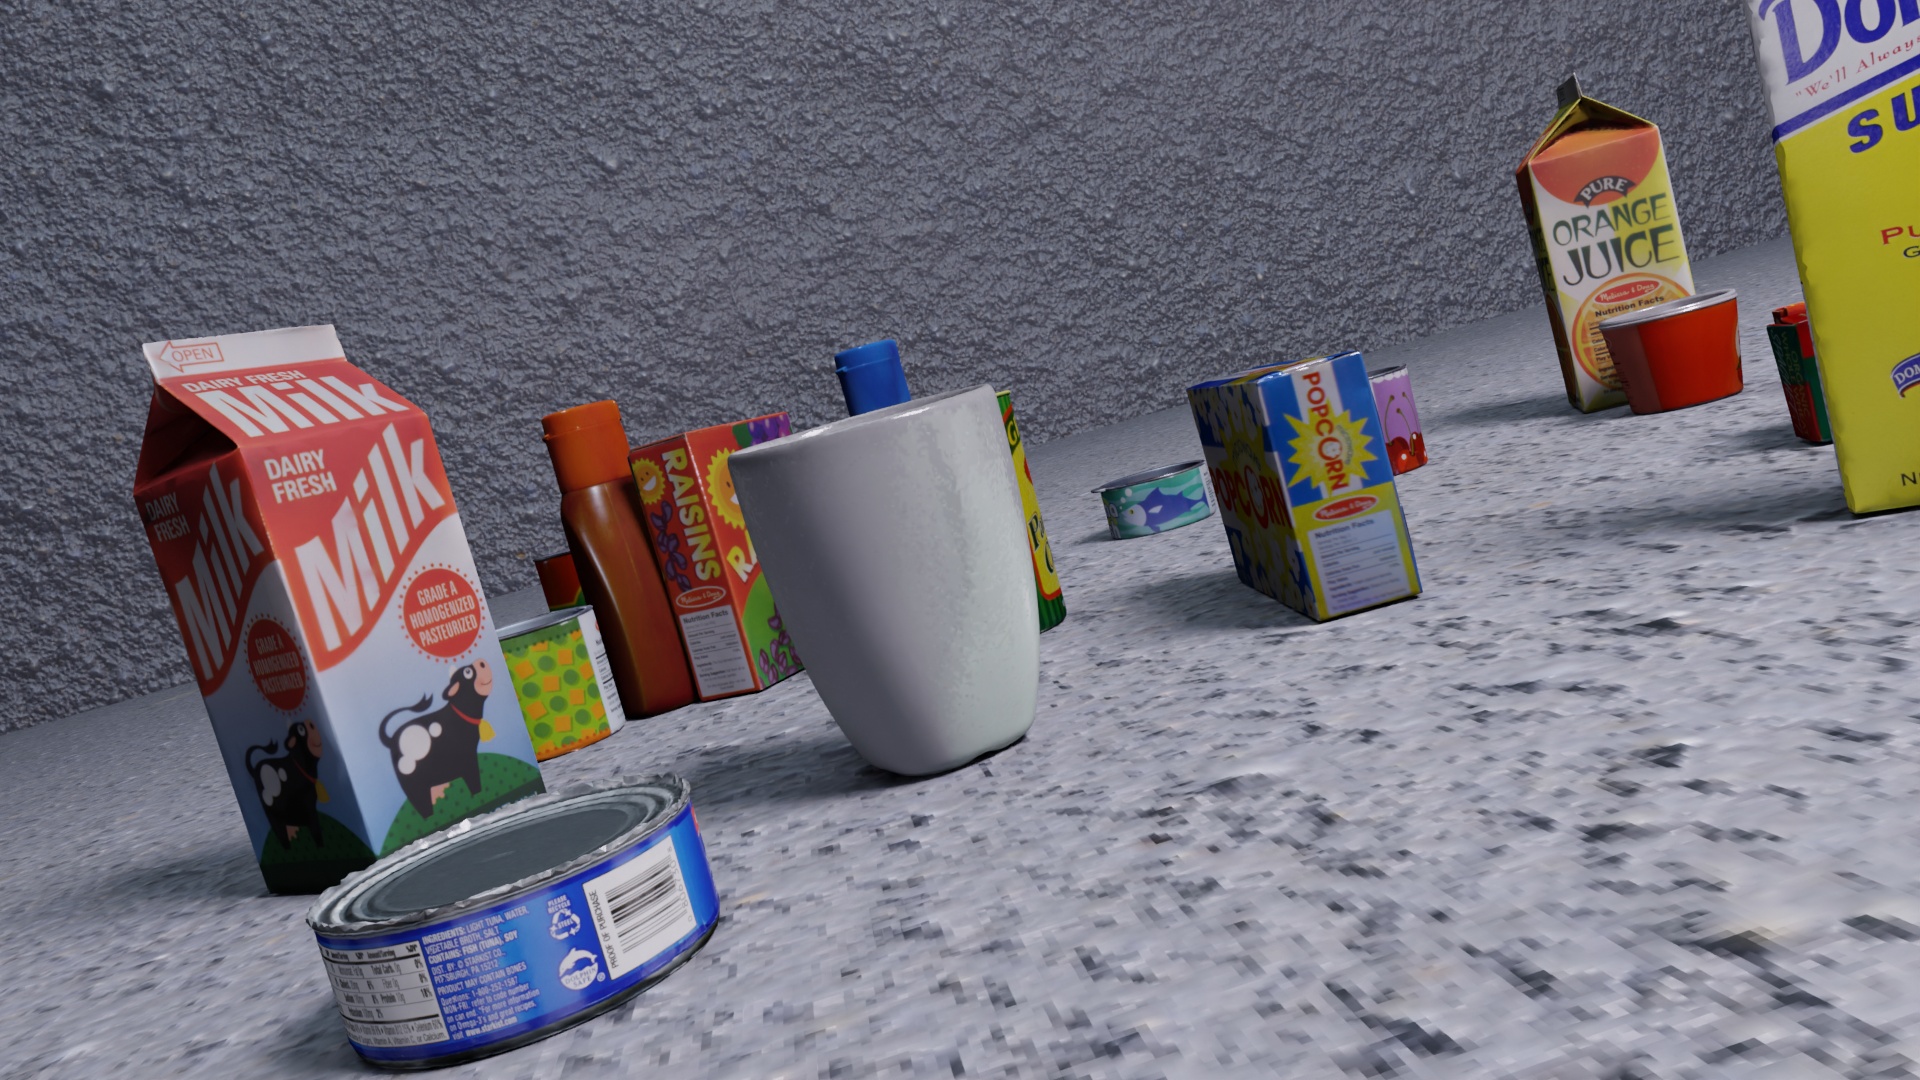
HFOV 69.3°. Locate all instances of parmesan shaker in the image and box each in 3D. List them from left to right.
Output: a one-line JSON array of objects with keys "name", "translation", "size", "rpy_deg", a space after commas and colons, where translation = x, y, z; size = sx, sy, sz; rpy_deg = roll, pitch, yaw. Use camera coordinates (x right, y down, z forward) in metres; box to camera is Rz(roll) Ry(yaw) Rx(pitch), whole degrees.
[{"name": "parmesan shaker", "translation": [0.002, -0.008, 0.608], "size": [0.071, 0.103, 0.071], "rpy_deg": [-15, 5, 1]}]

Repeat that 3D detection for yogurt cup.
[{"name": "yogurt cup", "translation": [0.384, -0.100, 0.745], "size": [0.072, 0.054, 0.072], "rpy_deg": [-15, 5, 1]}]

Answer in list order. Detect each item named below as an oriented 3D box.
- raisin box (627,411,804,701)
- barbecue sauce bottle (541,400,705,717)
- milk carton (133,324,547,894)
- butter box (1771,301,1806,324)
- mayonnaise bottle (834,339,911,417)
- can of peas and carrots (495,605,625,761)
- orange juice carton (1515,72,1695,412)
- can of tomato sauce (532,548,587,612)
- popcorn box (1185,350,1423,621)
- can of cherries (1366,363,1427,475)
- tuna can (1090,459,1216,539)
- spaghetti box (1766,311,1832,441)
[{"name": "raisin box", "translation": [-0.104, 0.005, 0.670], "size": [0.040, 0.123, 0.086], "rpy_deg": [-13, 6, 30]}, {"name": "barbecue sauce bottle", "translation": [-0.163, 0.009, 0.667], "size": [0.044, 0.148, 0.065], "rpy_deg": [-17, 5, -23]}, {"name": "milk carton", "translation": [-0.220, 0.020, 0.484], "size": [0.073, 0.190, 0.072], "rpy_deg": [-12, 6, 34]}, {"name": "butter box", "translation": [0.384, -0.080, 0.547], "size": [0.103, 0.053, 0.024], "rpy_deg": [-13, 5, 23]}, {"name": "mayonnaise bottle", "translation": [-0.034, -0.038, 0.788], "size": [0.041, 0.148, 0.064], "rpy_deg": [-18, 6, -31]}, {"name": "can of peas and carrots", "translation": [-0.195, 0.067, 0.634], "size": [0.071, 0.058, 0.071], "rpy_deg": [-15, 5, 1]}, {"name": "orange juice carton", "translation": [0.382, -0.179, 0.826], "size": [0.073, 0.192, 0.072], "rpy_deg": [-14, 5, 18]}, {"name": "can of tomato sauce", "translation": [-0.190, 0.040, 0.766], "size": [0.071, 0.083, 0.071], "rpy_deg": [-15, 5, 1]}, {"name": "popcorn box", "translation": [0.123, -0.023, 0.517], "size": [0.038, 0.085, 0.127], "rpy_deg": [-15, 5, 0]}, {"name": "can of cherries", "translation": [0.232, -0.066, 0.803], "size": [0.071, 0.058, 0.071], "rpy_deg": [-15, 5, 1]}, {"name": "tuna can", "translation": [0.116, -0.024, 0.834], "size": [0.071, 0.033, 0.071], "rpy_deg": [-15, 5, 1]}, {"name": "spaghetti box", "translation": [0.435, -0.088, 0.498], "size": [0.250, 0.050, 0.029], "rpy_deg": [-14, 5, 19]}]
